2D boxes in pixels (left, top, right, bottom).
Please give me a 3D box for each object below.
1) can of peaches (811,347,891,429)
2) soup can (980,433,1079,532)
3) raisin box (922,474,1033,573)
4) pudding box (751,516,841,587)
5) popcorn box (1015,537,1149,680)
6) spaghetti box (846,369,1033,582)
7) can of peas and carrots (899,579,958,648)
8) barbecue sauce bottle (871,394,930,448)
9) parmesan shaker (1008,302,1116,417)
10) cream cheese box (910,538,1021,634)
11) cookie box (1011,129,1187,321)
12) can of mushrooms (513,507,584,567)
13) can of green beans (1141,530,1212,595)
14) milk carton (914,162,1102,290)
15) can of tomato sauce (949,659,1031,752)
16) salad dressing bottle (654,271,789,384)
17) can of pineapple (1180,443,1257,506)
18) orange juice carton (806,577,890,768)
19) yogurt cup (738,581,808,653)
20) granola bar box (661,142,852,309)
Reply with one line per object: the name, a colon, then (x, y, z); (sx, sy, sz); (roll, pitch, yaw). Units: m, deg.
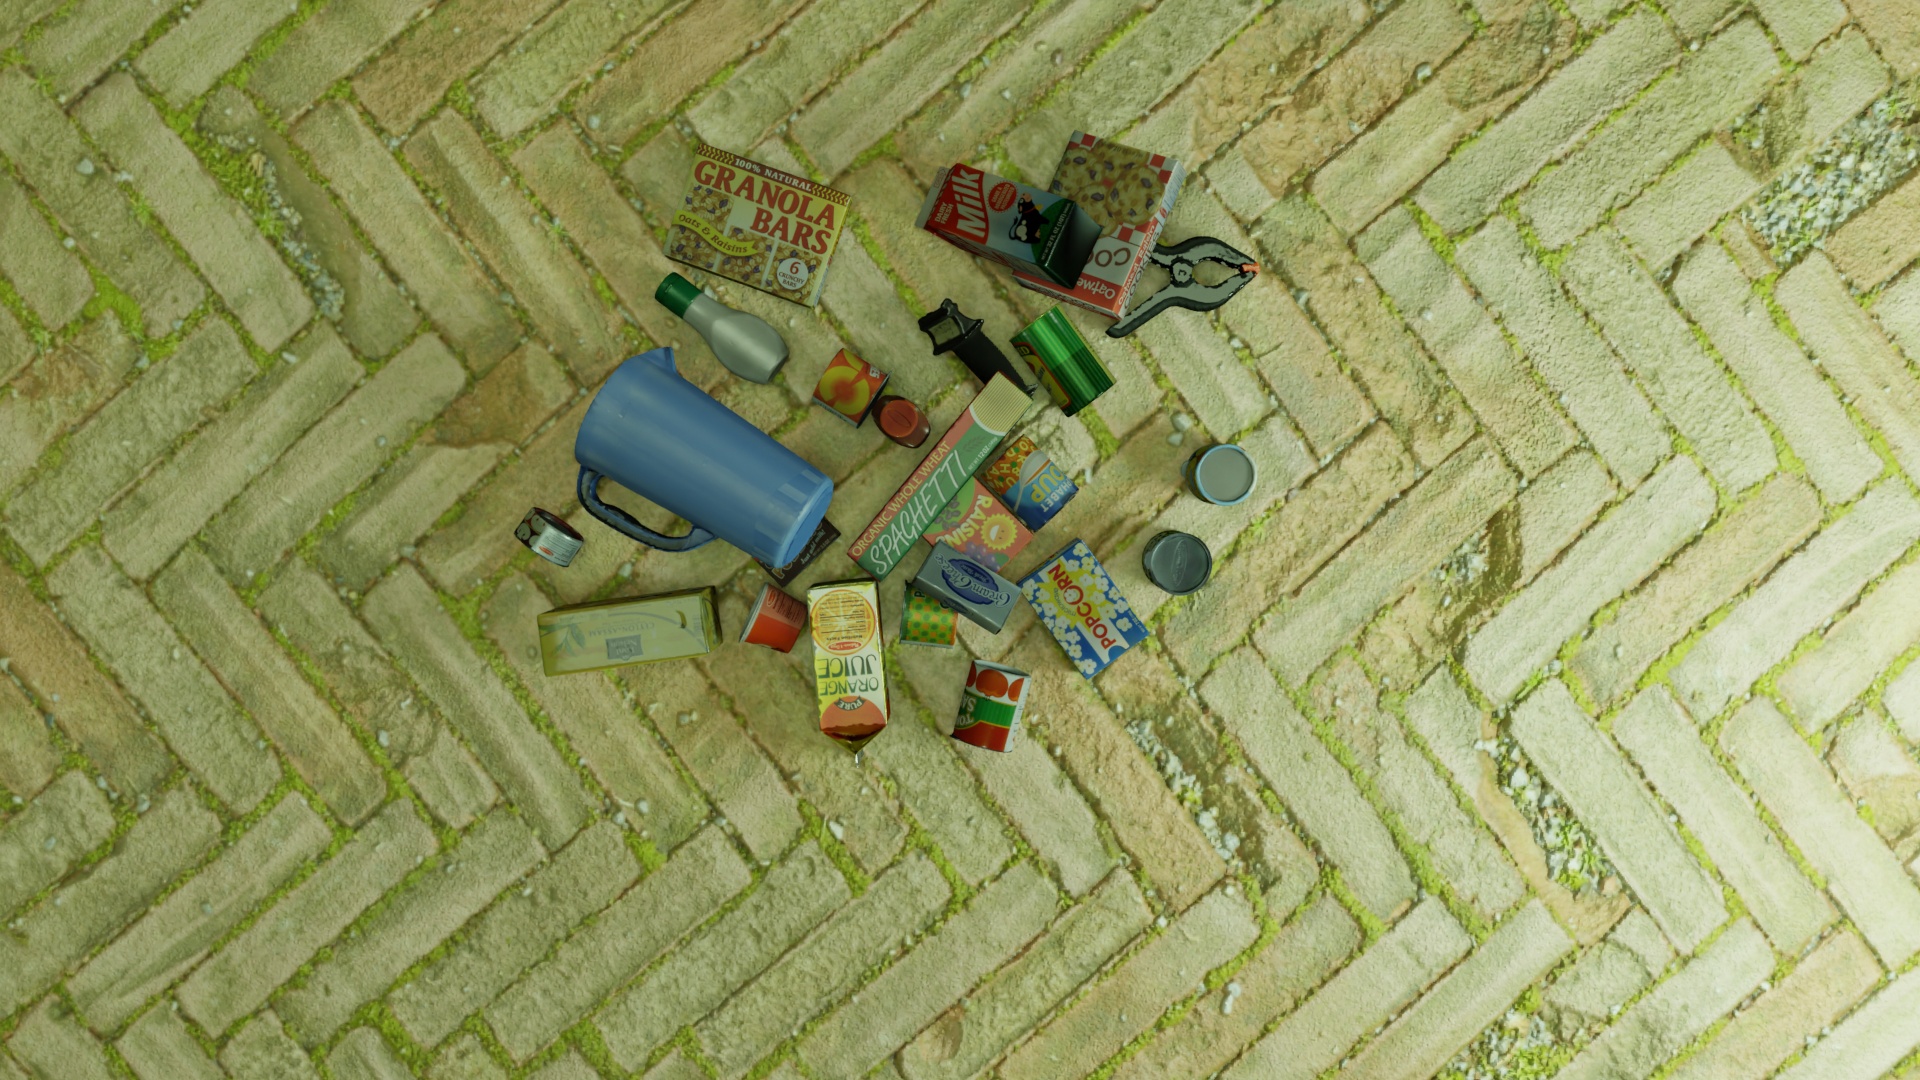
can of peaches: (-0.114, -0.161, 1.448); (0.058, 0.071, 0.071); (31, 92, -2)
soup can: (0.074, -0.062, 1.454); (0.071, 0.071, 0.084); (-44, 93, 1)
raisin box: (0.005, -0.018, 1.471); (0.123, 0.040, 0.086); (45, 91, -2)
pudding box: (-0.174, 0.004, 1.473); (0.083, 0.030, 0.049); (-43, 92, 1)
popcorn box: (0.129, 0.072, 1.478); (0.085, 0.038, 0.126); (-36, 93, 0)
spaghetti box: (-0.022, -0.064, 1.430); (0.050, 0.029, 0.250); (40, 96, -3)
can of peas and carrots: (-0.032, 0.077, 1.460); (0.059, 0.071, 0.071); (6, 93, -2)
barbecue sauce bottle: (-0.061, -0.122, 1.410); (0.065, 0.148, 0.043); (36, 91, -3)
parmesan shaker: (0.107, -0.187, 1.449); (0.071, 0.071, 0.103); (-37, 93, 1)
cream cheese box: (0.007, 0.048, 1.430); (0.104, 0.024, 0.053); (31, 60, -2)
cookie box: (0.143, -0.325, 1.437); (0.123, 0.040, 0.167); (24, 92, 24)
can of mushrooms: (-0.430, -0.005, 1.451); (0.071, 0.071, 0.033); (35, 92, -3)
can of green beans: (0.228, 0.023, 1.468); (0.071, 0.058, 0.071); (0, 93, -1)
milk carton: (0.039, -0.327, 1.419); (0.191, 0.073, 0.072); (26, 92, 29)
can of tomato sauce: (0.031, 0.174, 1.466); (0.071, 0.071, 0.083); (15, 92, -2)
salad dressing bottle: (-0.250, -0.224, 1.455); (0.147, 0.044, 0.064); (37, 94, -1)
can of pineapple: (0.273, -0.069, 1.464); (0.071, 0.058, 0.071); (0, 93, -1)
orange juice carton: (-0.115, 0.138, 1.459); (0.073, 0.072, 0.192); (-5, 93, -1)
yogurt cup: (-0.195, 0.084, 1.460); (0.054, 0.072, 0.072); (24, 92, -10)
granola bar box: (-0.211, -0.327, 1.452); (0.165, 0.039, 0.124); (19, 93, -2)
